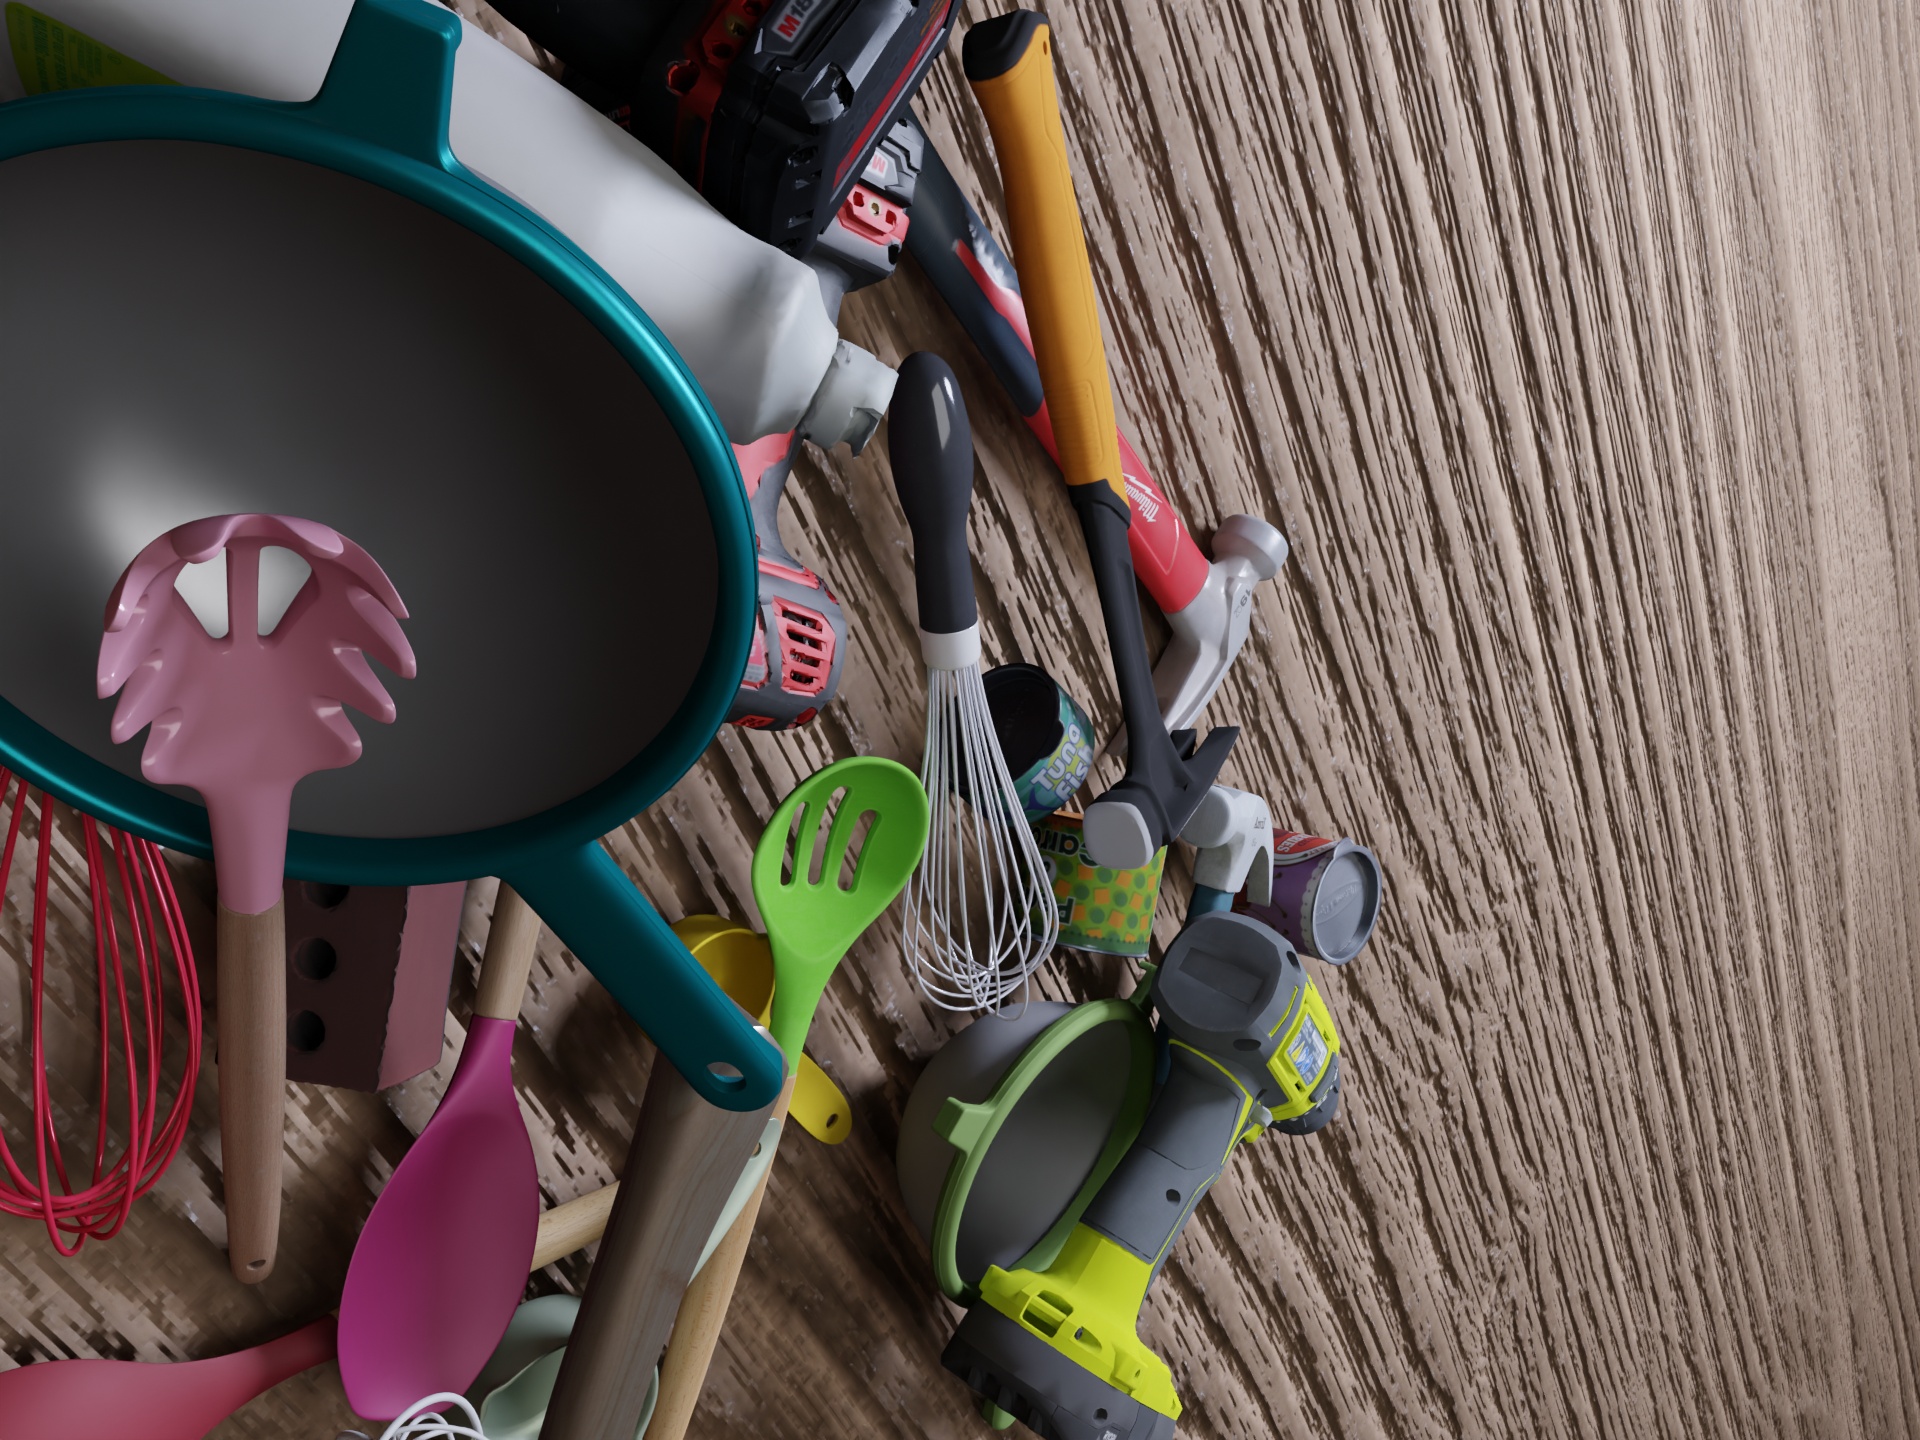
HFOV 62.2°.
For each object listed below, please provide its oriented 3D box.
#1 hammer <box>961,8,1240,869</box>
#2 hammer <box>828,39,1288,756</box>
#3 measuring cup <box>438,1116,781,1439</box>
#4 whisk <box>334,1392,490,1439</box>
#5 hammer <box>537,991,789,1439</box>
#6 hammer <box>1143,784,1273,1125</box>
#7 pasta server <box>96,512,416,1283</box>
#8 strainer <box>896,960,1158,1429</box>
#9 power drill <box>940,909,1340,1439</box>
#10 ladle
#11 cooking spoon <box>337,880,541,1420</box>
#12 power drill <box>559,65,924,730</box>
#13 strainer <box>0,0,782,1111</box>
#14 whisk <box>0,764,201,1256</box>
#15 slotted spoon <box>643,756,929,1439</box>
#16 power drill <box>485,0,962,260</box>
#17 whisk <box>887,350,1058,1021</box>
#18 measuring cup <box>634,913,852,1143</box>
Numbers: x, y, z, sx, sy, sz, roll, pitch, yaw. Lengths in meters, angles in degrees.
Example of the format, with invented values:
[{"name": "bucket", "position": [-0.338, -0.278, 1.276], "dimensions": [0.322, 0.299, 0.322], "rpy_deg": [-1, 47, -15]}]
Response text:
[{"name": "hammer", "position": [0.057, -0.114, 0.660], "dimensions": [0.127, 0.034, 0.336], "rpy_deg": [-42, 123, -55]}, {"name": "hammer", "position": [0.025, -0.141, 0.689], "dimensions": [0.385, 0.038, 0.143], "rpy_deg": [48, 66, -38]}, {"name": "measuring cup", "position": [-0.127, 0.212, 0.591], "dimensions": [0.167, 0.038, 0.083], "rpy_deg": [-54, 135, -13]}, {"name": "whisk", "position": [-0.149, 0.302, 0.503], "dimensions": [0.059, 0.058, 0.246], "rpy_deg": [-54, 145, -51]}, {"name": "hammer", "position": [-0.148, 0.289, 0.552], "dimensions": [0.146, 0.038, 0.410], "rpy_deg": [9, 101, -43]}, {"name": "hammer", "position": [0.097, 0.194, 0.804], "dimensions": [0.128, 0.033, 0.331], "rpy_deg": [11, 95, -66]}, {"name": "pasta server", "position": [-0.184, 0.068, 0.414], "dimensions": [0.060, 0.040, 0.316], "rpy_deg": [-5, 136, -28]}, {"name": "strainer", "position": [0.014, 0.226, 0.740], "dimensions": [0.151, 0.069, 0.256], "rpy_deg": [-25, 132, -43]}, {"name": "power drill", "position": [0.100, 0.216, 0.720], "dimensions": [0.228, 0.080, 0.190], "rpy_deg": [-57, 146, -15]}, {"name": "ladle", "position": [-0.192, 0.202, 0.550], "dimensions": [0.315, 0.031, 0.069], "rpy_deg": [-14, 115, -44]}, {"name": "cooking spoon", "position": [-0.155, 0.077, 0.549], "dimensions": [0.068, 0.017, 0.319], "rpy_deg": [19, 79, -45]}, {"name": "power drill", "position": [-0.093, -0.113, 0.540], "dimensions": [0.143, 0.079, 0.220], "rpy_deg": [13, 85, -45]}, {"name": "strainer", "position": [-0.129, -0.019, 0.430], "dimensions": [0.095, 0.211, 0.340], "rpy_deg": [-93, 160, -48]}, {"name": "whisk", "position": [-0.248, 0.001, 0.438], "dimensions": [0.073, 0.073, 0.296], "rpy_deg": [-2, 94, -44]}, {"name": "slotted spoon", "position": [-0.080, 0.158, 0.618], "dimensions": [0.070, 0.031, 0.313], "rpy_deg": [11, 101, -34]}, {"name": "power drill", "position": [-0.105, -0.259, 0.453], "dimensions": [0.226, 0.080, 0.188], "rpy_deg": [30, 73, -4]}, {"name": "whisk", "position": [-0.002, -0.002, 0.616], "dimensions": [0.070, 0.070, 0.284], "rpy_deg": [-29, 125, -37]}, {"name": "measuring cup", "position": [-0.085, 0.132, 0.648], "dimensions": [0.062, 0.029, 0.156], "rpy_deg": [-52, 141, -21]}]
